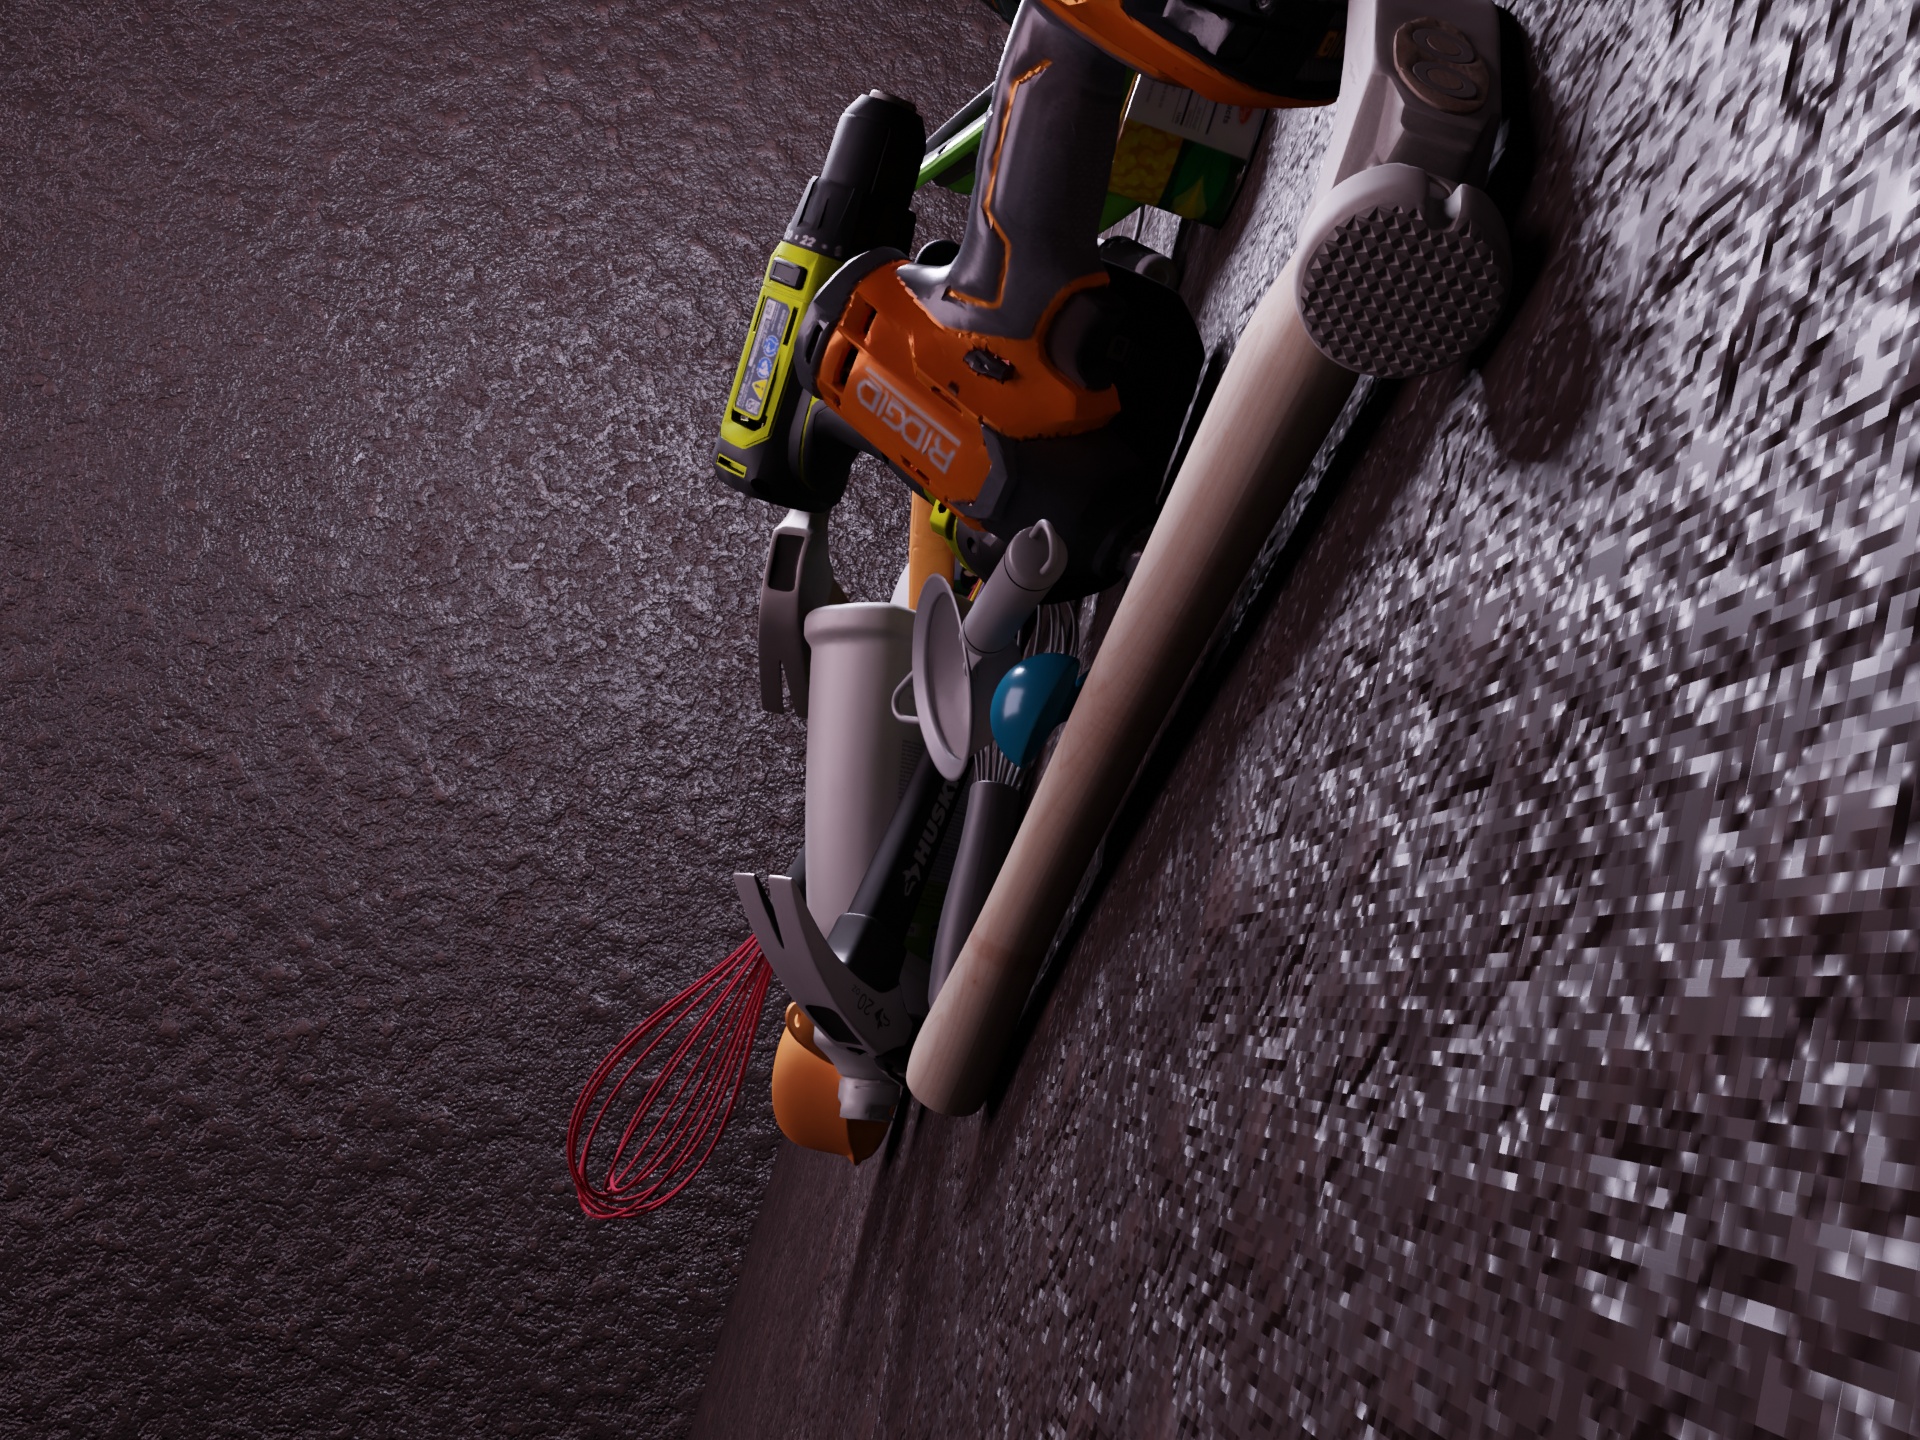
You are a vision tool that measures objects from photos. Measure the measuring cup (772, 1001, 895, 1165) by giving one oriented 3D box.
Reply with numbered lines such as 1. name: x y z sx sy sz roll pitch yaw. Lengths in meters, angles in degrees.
1. measuring cup: -0.081 0.179 0.858 0.173 0.052 0.095 59 -140 -58

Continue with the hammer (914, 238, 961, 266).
1. hammer: 0.009 -0.246 0.959 0.409 0.036 0.149 -66 -23 -76

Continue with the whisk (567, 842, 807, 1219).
1. whisk: -0.111 0.129 0.839 0.296 0.073 0.073 -57 -1 -16

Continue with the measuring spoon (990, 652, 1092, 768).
1. measuring spoon: 0.033 -0.012 0.581 0.042 0.021 0.128 -64 -10 13

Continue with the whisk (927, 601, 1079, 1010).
1. whisk: 0.014 0.034 0.713 0.055 0.055 0.239 115 167 -65

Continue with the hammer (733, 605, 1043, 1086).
1. hammer: -0.001 -0.002 0.779 0.146 0.035 0.335 50 -127 -41

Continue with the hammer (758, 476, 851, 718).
1. hammer: -0.054 -0.033 0.965 0.331 0.031 0.130 53 -132 -68

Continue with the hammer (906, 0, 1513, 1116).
1. hammer: 0.048 -0.007 0.470 0.410 0.038 0.146 111 177 -47

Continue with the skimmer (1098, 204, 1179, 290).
1. skimmer: 0.106 -0.284 0.989 0.364 0.090 0.127 -109 41 -67

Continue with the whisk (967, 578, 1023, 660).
1. whisk: 0.020 -0.088 0.936 0.051 0.047 0.244 -51 -18 -36

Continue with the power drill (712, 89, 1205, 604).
1. power drill: -0.010 -0.163 0.691 0.229 0.080 0.190 32 108 41

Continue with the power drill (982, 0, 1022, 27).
1. power drill: 0.085 -0.483 0.852 0.226 0.080 0.188 -48 0 12

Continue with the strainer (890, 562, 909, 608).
1. strainer: -0.027 -0.020 1.197 0.211 0.095 0.341 114 174 -59

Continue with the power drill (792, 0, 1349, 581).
1. power drill: 0.045 -0.158 0.515 0.084 0.164 0.226 -24 -30 -47

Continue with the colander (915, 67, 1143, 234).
1. colander: 0.114 -0.388 0.932 0.204 0.094 0.397 -15 31 50

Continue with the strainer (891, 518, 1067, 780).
1. strainer: 0.011 -0.031 0.596 0.258 0.050 0.087 128 134 -77

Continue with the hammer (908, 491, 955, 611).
1. hammer: -0.021 -0.020 0.927 0.127 0.034 0.337 -92 5 -80
